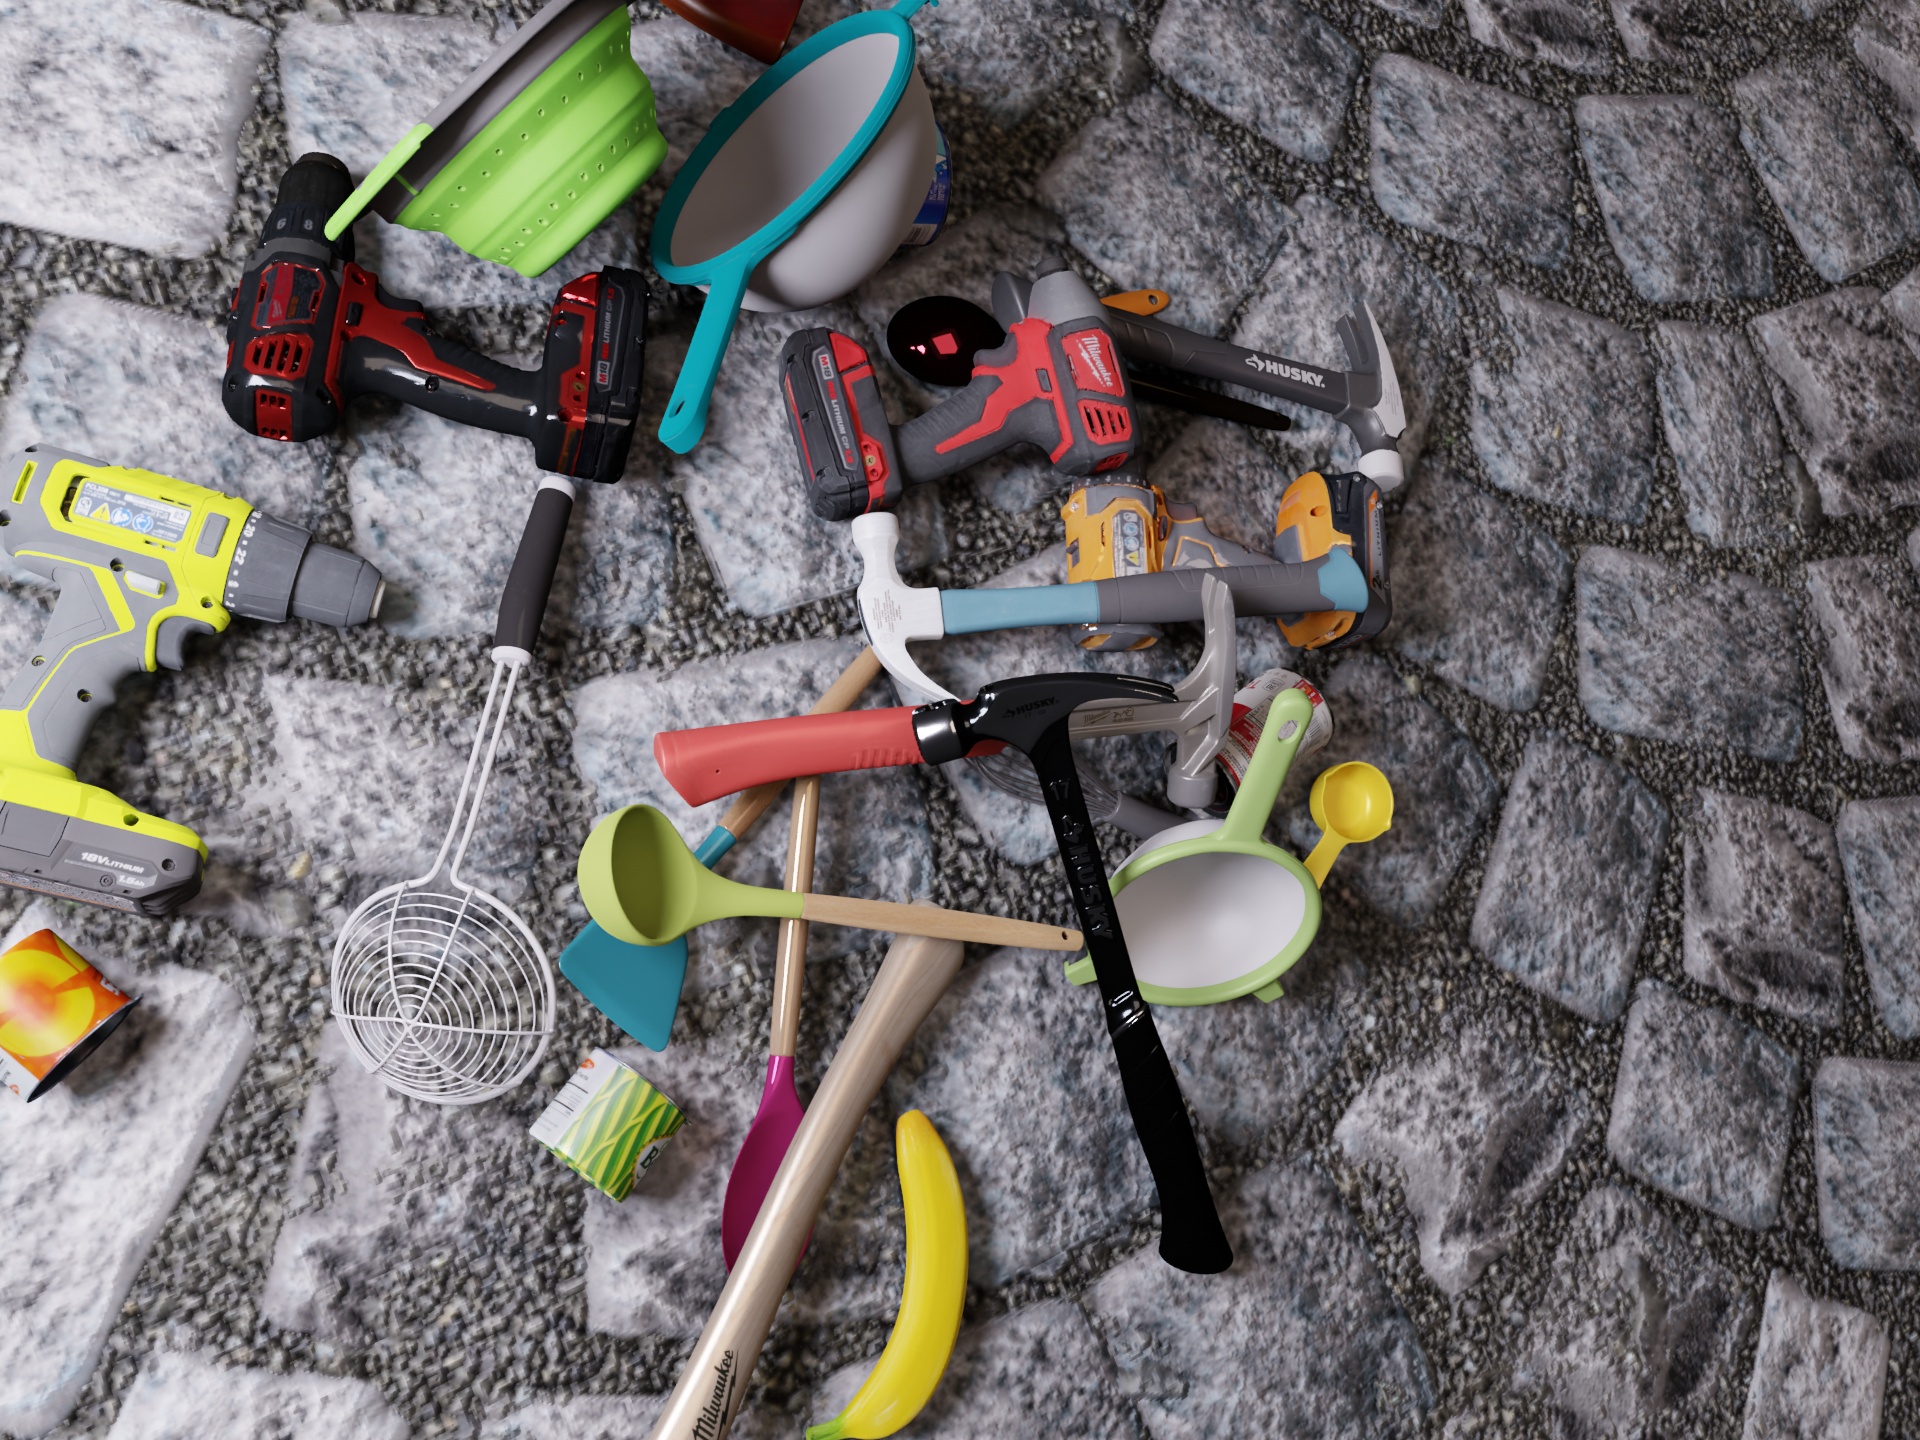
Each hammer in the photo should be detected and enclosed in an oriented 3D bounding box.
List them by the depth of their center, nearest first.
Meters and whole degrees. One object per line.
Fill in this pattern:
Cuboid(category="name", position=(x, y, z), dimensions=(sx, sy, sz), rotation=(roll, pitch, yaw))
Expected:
Cuboid(category="hammer", position=(-0.105, 0.279, 0.896), dimensions=(0.146, 0.038, 0.411), rotation=(43, 60, -31))
Cuboid(category="hammer", position=(-0.002, -0.003, 0.953), dimensions=(0.359, 0.037, 0.149), rotation=(-5, 110, -18))
Cuboid(category="hammer", position=(0.101, 0.160, 0.956), dimensions=(0.149, 0.036, 0.408), rotation=(-16, 107, 6))
Cuboid(category="hammer", position=(0.100, -0.079, 1.023), dimensions=(0.331, 0.033, 0.128), rotation=(-5, 84, -7))
Cuboid(category="hammer", position=(0.176, -0.266, 1.141), dimensions=(0.334, 0.035, 0.146), rotation=(10, 68, -23))

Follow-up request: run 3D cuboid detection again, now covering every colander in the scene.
Cuboid(category="colander", position=(-0.202, -0.370, 0.928), dimensions=(0.094, 0.204, 0.397), rotation=(47, 47, -23))

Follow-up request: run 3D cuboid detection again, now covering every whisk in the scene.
Cuboid(category="whisk", position=(0.103, 0.054, 1.052), dimensions=(0.238, 0.055, 0.055), rotation=(26, 70, -19))

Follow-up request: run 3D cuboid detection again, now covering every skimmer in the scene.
Cuboid(category="skimmer", position=(-0.264, 0.031, 0.913), dimensions=(0.127, 0.090, 0.364), rotation=(4, 63, 7))

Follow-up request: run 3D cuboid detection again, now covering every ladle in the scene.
Cuboid(category="ladle", position=(-0.063, 0.107, 0.921), dimensions=(0.320, 0.062, 0.078), rotation=(11, 62, -24))
Cuboid(category="ladle", position=(0.100, -0.244, 1.130), dimensions=(0.315, 0.031, 0.069), rotation=(9, 73, -22))

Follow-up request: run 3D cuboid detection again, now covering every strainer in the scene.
Cuboid(category="strainer", position=(-0.098, -0.273, 0.953), dimensions=(0.095, 0.211, 0.341), rotation=(39, 50, -38))
Cuboid(category="strainer", position=(0.162, 0.070, 0.994), dimensions=(0.151, 0.256, 0.069), rotation=(7, 37, -11))

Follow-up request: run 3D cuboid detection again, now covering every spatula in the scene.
Cuboid(category="spatula", position=(-0.120, 0.050, 0.964), dimensions=(0.082, 0.044, 0.317), rotation=(47, 64, -20))

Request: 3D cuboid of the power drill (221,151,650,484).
Cuboid(category="power drill", position=(-0.302, -0.238, 0.934), dimensions=(0.226, 0.080, 0.188), rotation=(7, 62, -18))

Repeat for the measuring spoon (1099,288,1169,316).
Cuboid(category="measuring spoon", position=(0.104, -0.297, 1.150), dimensions=(0.117, 0.011, 0.021), rotation=(-18, 85, -24))

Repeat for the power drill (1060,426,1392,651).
Cuboid(category="power drill", position=(0.179, -0.138, 1.109), dimensions=(0.226, 0.084, 0.185), rotation=(2, 77, -17))

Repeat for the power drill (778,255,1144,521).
Cuboid(category="power drill", position=(0.000, -0.214, 1.024), dimensions=(0.219, 0.078, 0.143), rotation=(-14, 88, -11))

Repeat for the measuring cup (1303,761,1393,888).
Cuboid(category="measuring cup", position=(0.247, 0.098, 1.116), dimensions=(0.062, 0.029, 0.156), rotation=(37, 79, -10))

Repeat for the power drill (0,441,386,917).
Cuboid(category="power drill", position=(-0.426, -0.019, 0.839), dimensions=(0.190, 0.080, 0.229), rotation=(17, 70, -17))

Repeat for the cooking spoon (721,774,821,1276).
Cuboid(category="cooking spoon", position=(-0.103, 0.172, 0.941), dimensions=(0.068, 0.017, 0.319), rotation=(13, 78, -41))
